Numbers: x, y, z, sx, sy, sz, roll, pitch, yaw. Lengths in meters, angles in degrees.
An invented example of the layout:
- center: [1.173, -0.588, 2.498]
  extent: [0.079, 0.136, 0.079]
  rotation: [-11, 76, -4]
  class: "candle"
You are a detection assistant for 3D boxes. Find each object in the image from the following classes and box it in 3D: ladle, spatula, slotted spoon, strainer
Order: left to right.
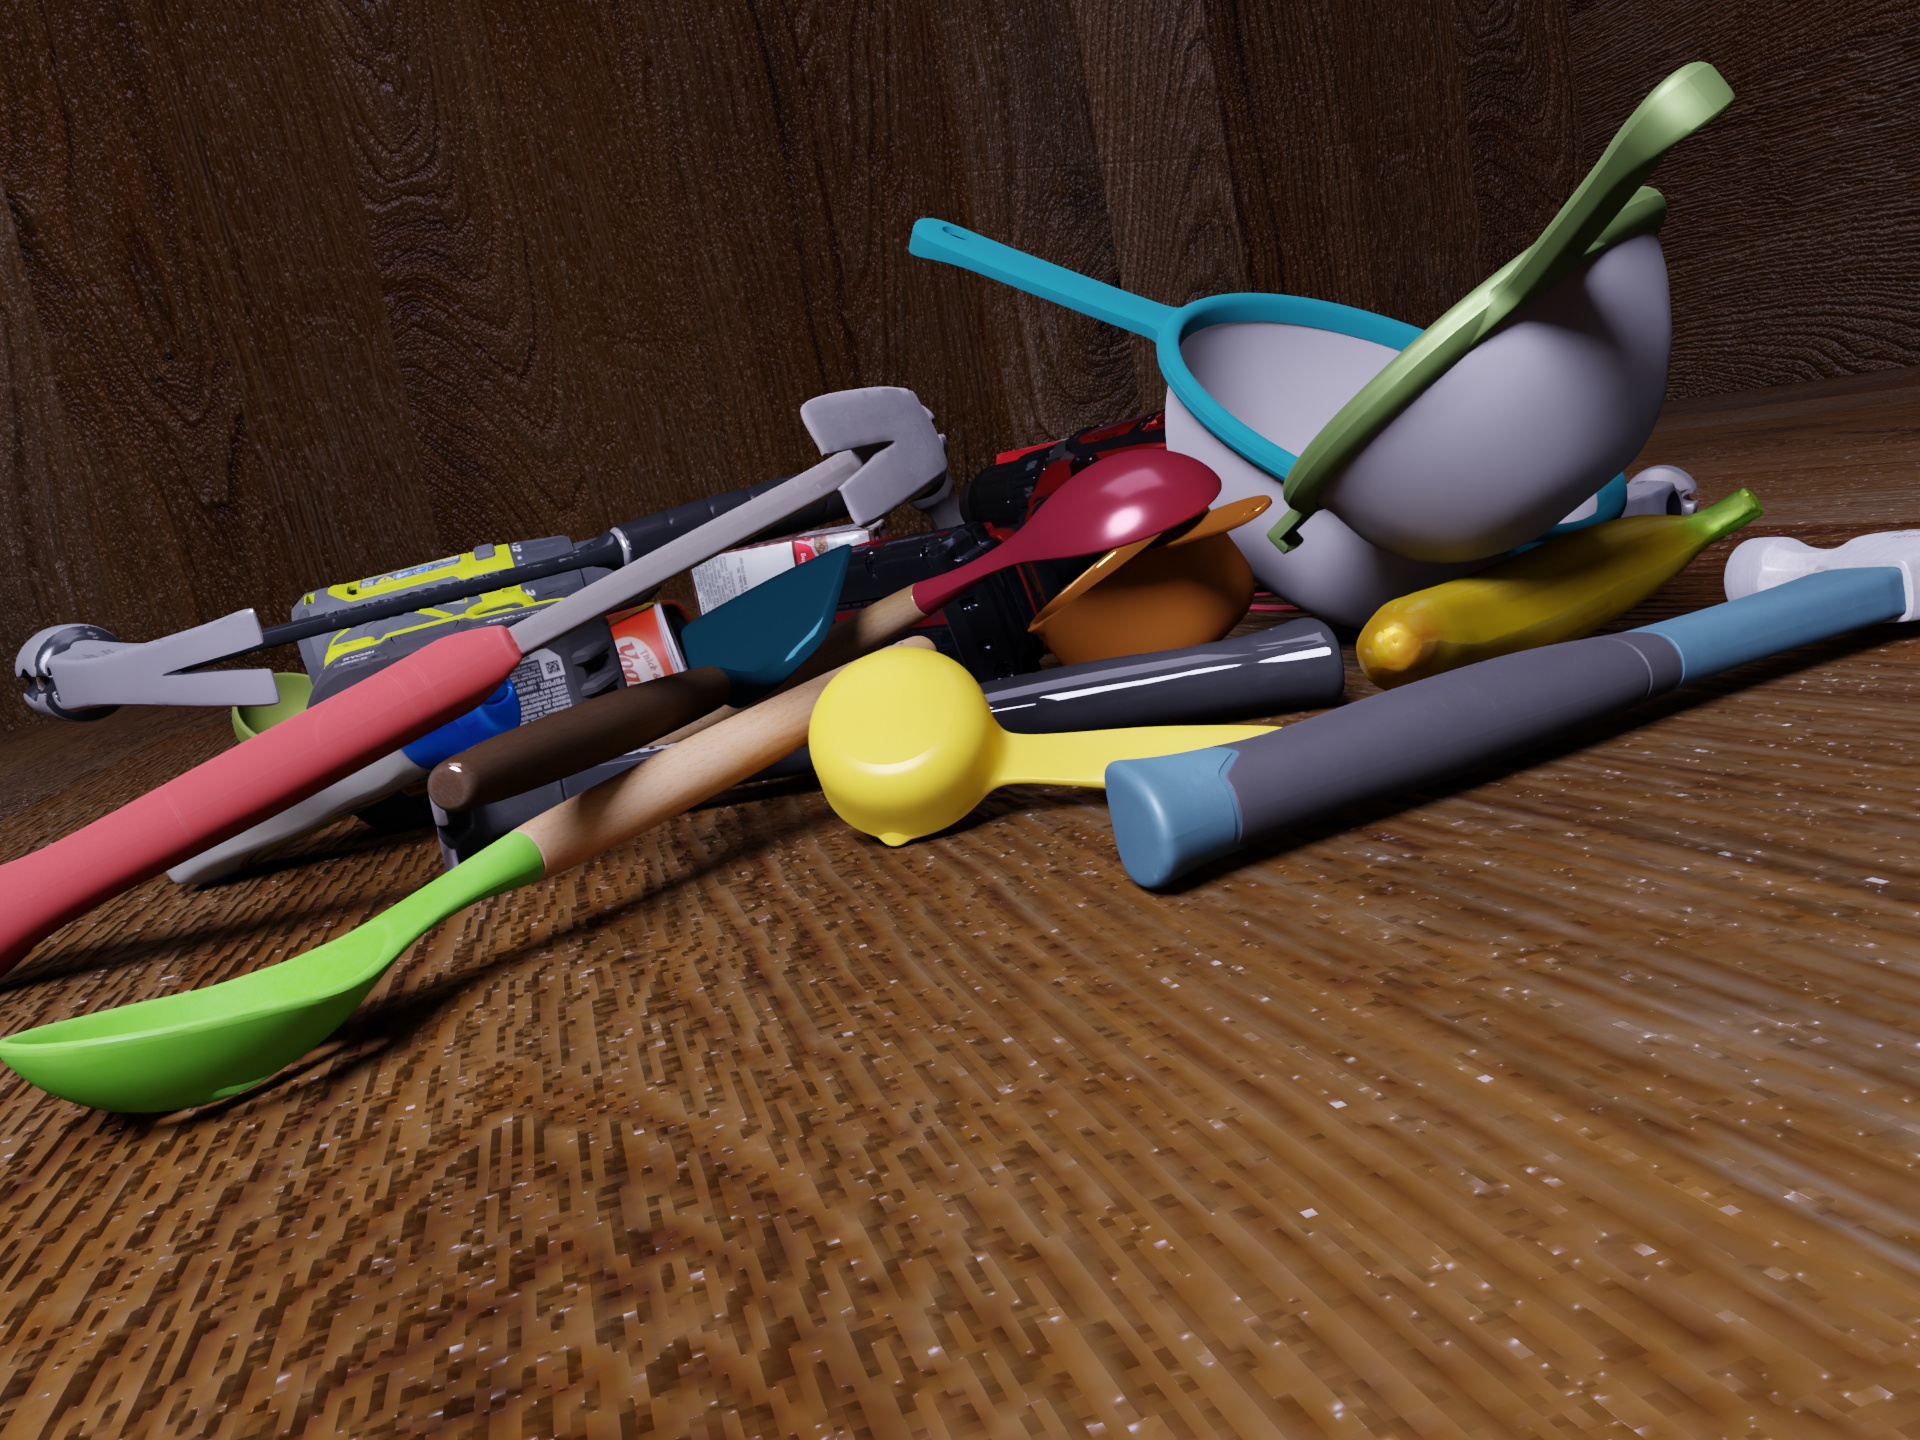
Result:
- center: [-0.313, -0.001, 0.916]
  extent: [0.320, 0.062, 0.078]
  rotation: [-1, 13, 37]
  class: "ladle"
- center: [-0.099, 0.028, 0.440]
  extent: [0.070, 0.031, 0.314]
  rotation: [-8, 14, 38]
  class: "slotted spoon"
- center: [-0.096, -0.016, 0.514]
  extent: [0.082, 0.044, 0.317]
  rotation: [-25, 4, 12]
  class: "spatula"
- center: [-0.034, -0.040, 0.665]
  extent: [0.315, 0.031, 0.069]
  rotation: [-25, 19, 32]
  class: "ladle"
- center: [0.120, -0.130, 0.727]
  extent: [0.340, 0.095, 0.211]
  rotation: [25, 37, 13]
  class: "strainer"
- center: [0.184, -0.106, 0.478]
  extent: [0.151, 0.069, 0.256]
  rotation: [-37, -7, -2]
  class: "strainer"

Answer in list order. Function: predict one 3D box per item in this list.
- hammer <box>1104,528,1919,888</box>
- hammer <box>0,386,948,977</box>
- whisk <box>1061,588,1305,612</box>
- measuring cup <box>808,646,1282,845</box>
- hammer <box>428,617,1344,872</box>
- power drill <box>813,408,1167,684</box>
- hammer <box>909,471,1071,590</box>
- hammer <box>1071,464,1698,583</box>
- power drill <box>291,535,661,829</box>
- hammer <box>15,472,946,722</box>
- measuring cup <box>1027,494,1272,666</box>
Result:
- center: [0.179, -0.012, 0.444]
  extent: [0.331, 0.033, 0.128]
  rotation: [-15, 8, -26]
  class: "hammer"
- center: [-0.168, -0.001, 0.460]
  extent: [0.359, 0.036, 0.149]
  rotation: [-26, 8, 11]
  class: "hammer"
- center: [0.111, -0.071, 0.849]
  extent: [0.296, 0.073, 0.073]
  rotation: [-13, 7, 17]
  class: "whisk"
- center: [0.030, 0.004, 0.462]
  extent: [0.156, 0.062, 0.029]
  rotation: [0, -33, 16]
  class: "measuring cup"
- center: [-0.030, 0.006, 0.581]
  extent: [0.335, 0.035, 0.146]
  rotation: [-9, 8, 8]
  class: "hammer"
- center: [0.024, -0.091, 0.811]
  extent: [0.188, 0.080, 0.227]
  rotation: [-3, 26, 45]
  class: "power drill"
- center: [0.125, -0.124, 0.918]
  extent: [0.331, 0.129, 0.031]
  rotation: [-7, 46, 38]
  class: "hammer"
- center: [0.212, -0.095, 0.935]
  extent: [0.386, 0.038, 0.143]
  rotation: [-4, 12, 38]
  class: "hammer"
- center: [-0.230, -0.037, 0.785]
  extent: [0.190, 0.080, 0.229]
  rotation: [-16, 22, -13]
  class: "power drill"
- center: [-0.155, -0.070, 0.666]
  extent: [0.149, 0.036, 0.409]
  rotation: [1, 17, 45]
  class: "hammer"
- center: [0.090, -0.049, 0.614]
  extent: [0.095, 0.052, 0.173]
  rotation: [-40, 8, -15]
  class: "measuring cup"
